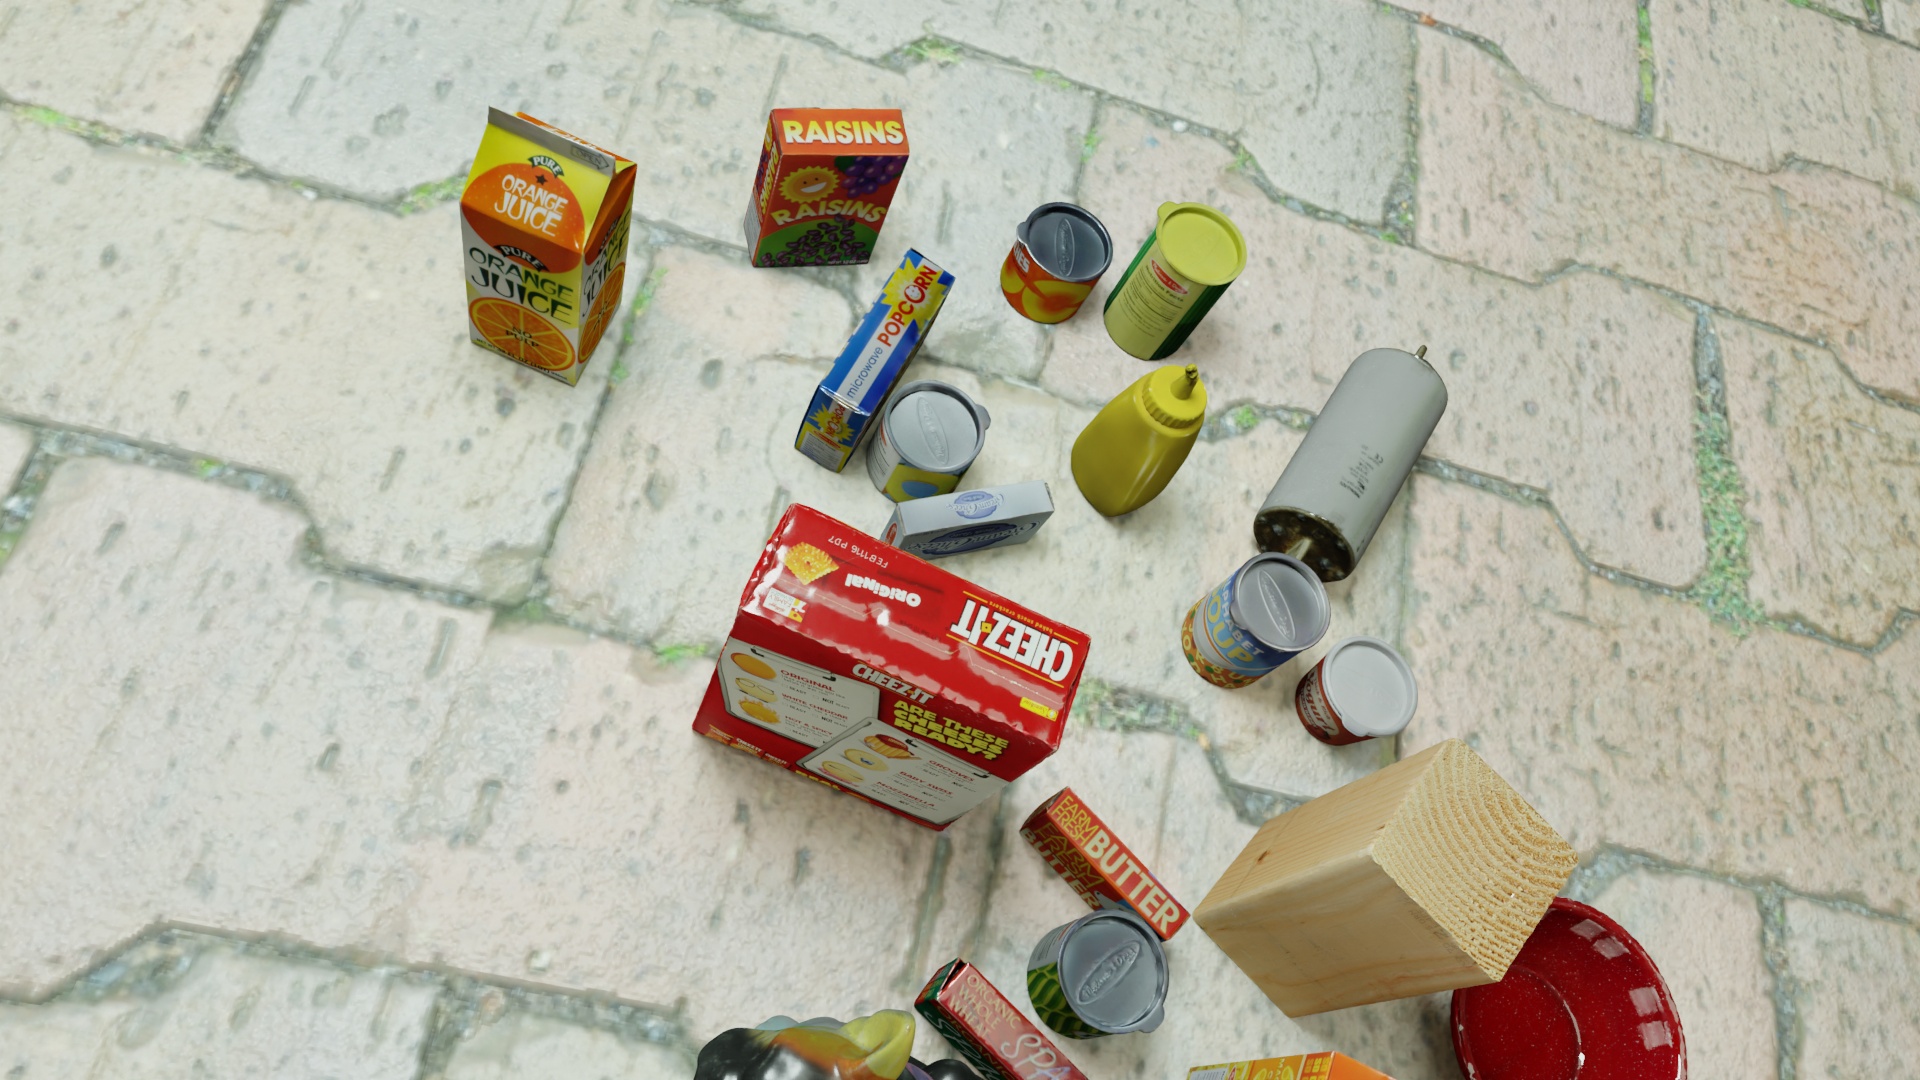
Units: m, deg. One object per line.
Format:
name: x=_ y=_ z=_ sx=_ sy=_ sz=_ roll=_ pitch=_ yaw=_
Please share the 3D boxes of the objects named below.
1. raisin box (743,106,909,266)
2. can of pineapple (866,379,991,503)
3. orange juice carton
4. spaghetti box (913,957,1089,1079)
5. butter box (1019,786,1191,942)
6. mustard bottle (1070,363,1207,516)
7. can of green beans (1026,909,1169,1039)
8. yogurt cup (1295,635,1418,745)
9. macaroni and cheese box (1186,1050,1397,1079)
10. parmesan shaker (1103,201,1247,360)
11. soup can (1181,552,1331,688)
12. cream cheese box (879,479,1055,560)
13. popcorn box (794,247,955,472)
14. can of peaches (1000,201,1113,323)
raisin box: x=-0.090 y=-0.231 z=0.914 sx=0.086 sy=0.123 sz=0.040 roll=-5 pitch=69 yaw=-19
can of pineapple: x=-0.022 y=-0.061 z=0.897 sx=0.071 sy=0.057 sz=0.071 roll=7 pitch=65 yaw=-15
orange juice carton: x=-0.238 y=-0.176 z=0.804 sx=0.072 sy=0.191 sz=0.073 roll=24 pitch=63 yaw=-6
spaghetti box: x=0.076 y=0.327 z=0.759 sx=0.250 sy=0.050 sz=0.029 roll=43 pitch=62 yaw=4
butter box: x=0.083 y=0.195 z=0.819 sx=0.103 sy=0.053 sz=0.024 roll=46 pitch=62 yaw=6
mustard bottle: x=0.121 y=-0.071 z=0.888 sx=0.049 sy=0.159 sz=0.065 roll=-29 pitch=78 yaw=-26
can of green beans: x=0.077 y=0.248 z=0.791 sx=0.071 sy=0.057 sz=0.071 roll=7 pitch=65 yaw=-15
yogurt cup: x=0.257 y=0.102 z=0.914 sx=0.072 sy=0.053 sz=0.072 roll=7 pitch=65 yaw=-15
macaroni and cheese box: x=0.205 y=0.320 z=0.737 sx=0.124 sy=0.165 sz=0.040 roll=27 pitch=62 yaw=-5
parmesan shaker: x=0.147 y=-0.183 z=0.978 sx=0.071 sy=0.102 sz=0.071 roll=7 pitch=66 yaw=-15
soup can: x=0.186 y=0.054 z=0.896 sx=0.071 sy=0.083 sz=0.071 roll=7 pitch=65 yaw=-15
cream cheese box: x=0.003 y=-0.011 z=0.885 sx=0.104 sy=0.053 sz=0.024 roll=-10 pitch=71 yaw=-21
popcorn box: x=-0.056 y=-0.115 z=0.895 sx=0.038 sy=0.085 sz=0.127 roll=30 pitch=62 yaw=-3
can of peaches: x=0.065 y=-0.196 z=0.984 sx=0.071 sy=0.057 sz=0.071 roll=7 pitch=65 yaw=-15
